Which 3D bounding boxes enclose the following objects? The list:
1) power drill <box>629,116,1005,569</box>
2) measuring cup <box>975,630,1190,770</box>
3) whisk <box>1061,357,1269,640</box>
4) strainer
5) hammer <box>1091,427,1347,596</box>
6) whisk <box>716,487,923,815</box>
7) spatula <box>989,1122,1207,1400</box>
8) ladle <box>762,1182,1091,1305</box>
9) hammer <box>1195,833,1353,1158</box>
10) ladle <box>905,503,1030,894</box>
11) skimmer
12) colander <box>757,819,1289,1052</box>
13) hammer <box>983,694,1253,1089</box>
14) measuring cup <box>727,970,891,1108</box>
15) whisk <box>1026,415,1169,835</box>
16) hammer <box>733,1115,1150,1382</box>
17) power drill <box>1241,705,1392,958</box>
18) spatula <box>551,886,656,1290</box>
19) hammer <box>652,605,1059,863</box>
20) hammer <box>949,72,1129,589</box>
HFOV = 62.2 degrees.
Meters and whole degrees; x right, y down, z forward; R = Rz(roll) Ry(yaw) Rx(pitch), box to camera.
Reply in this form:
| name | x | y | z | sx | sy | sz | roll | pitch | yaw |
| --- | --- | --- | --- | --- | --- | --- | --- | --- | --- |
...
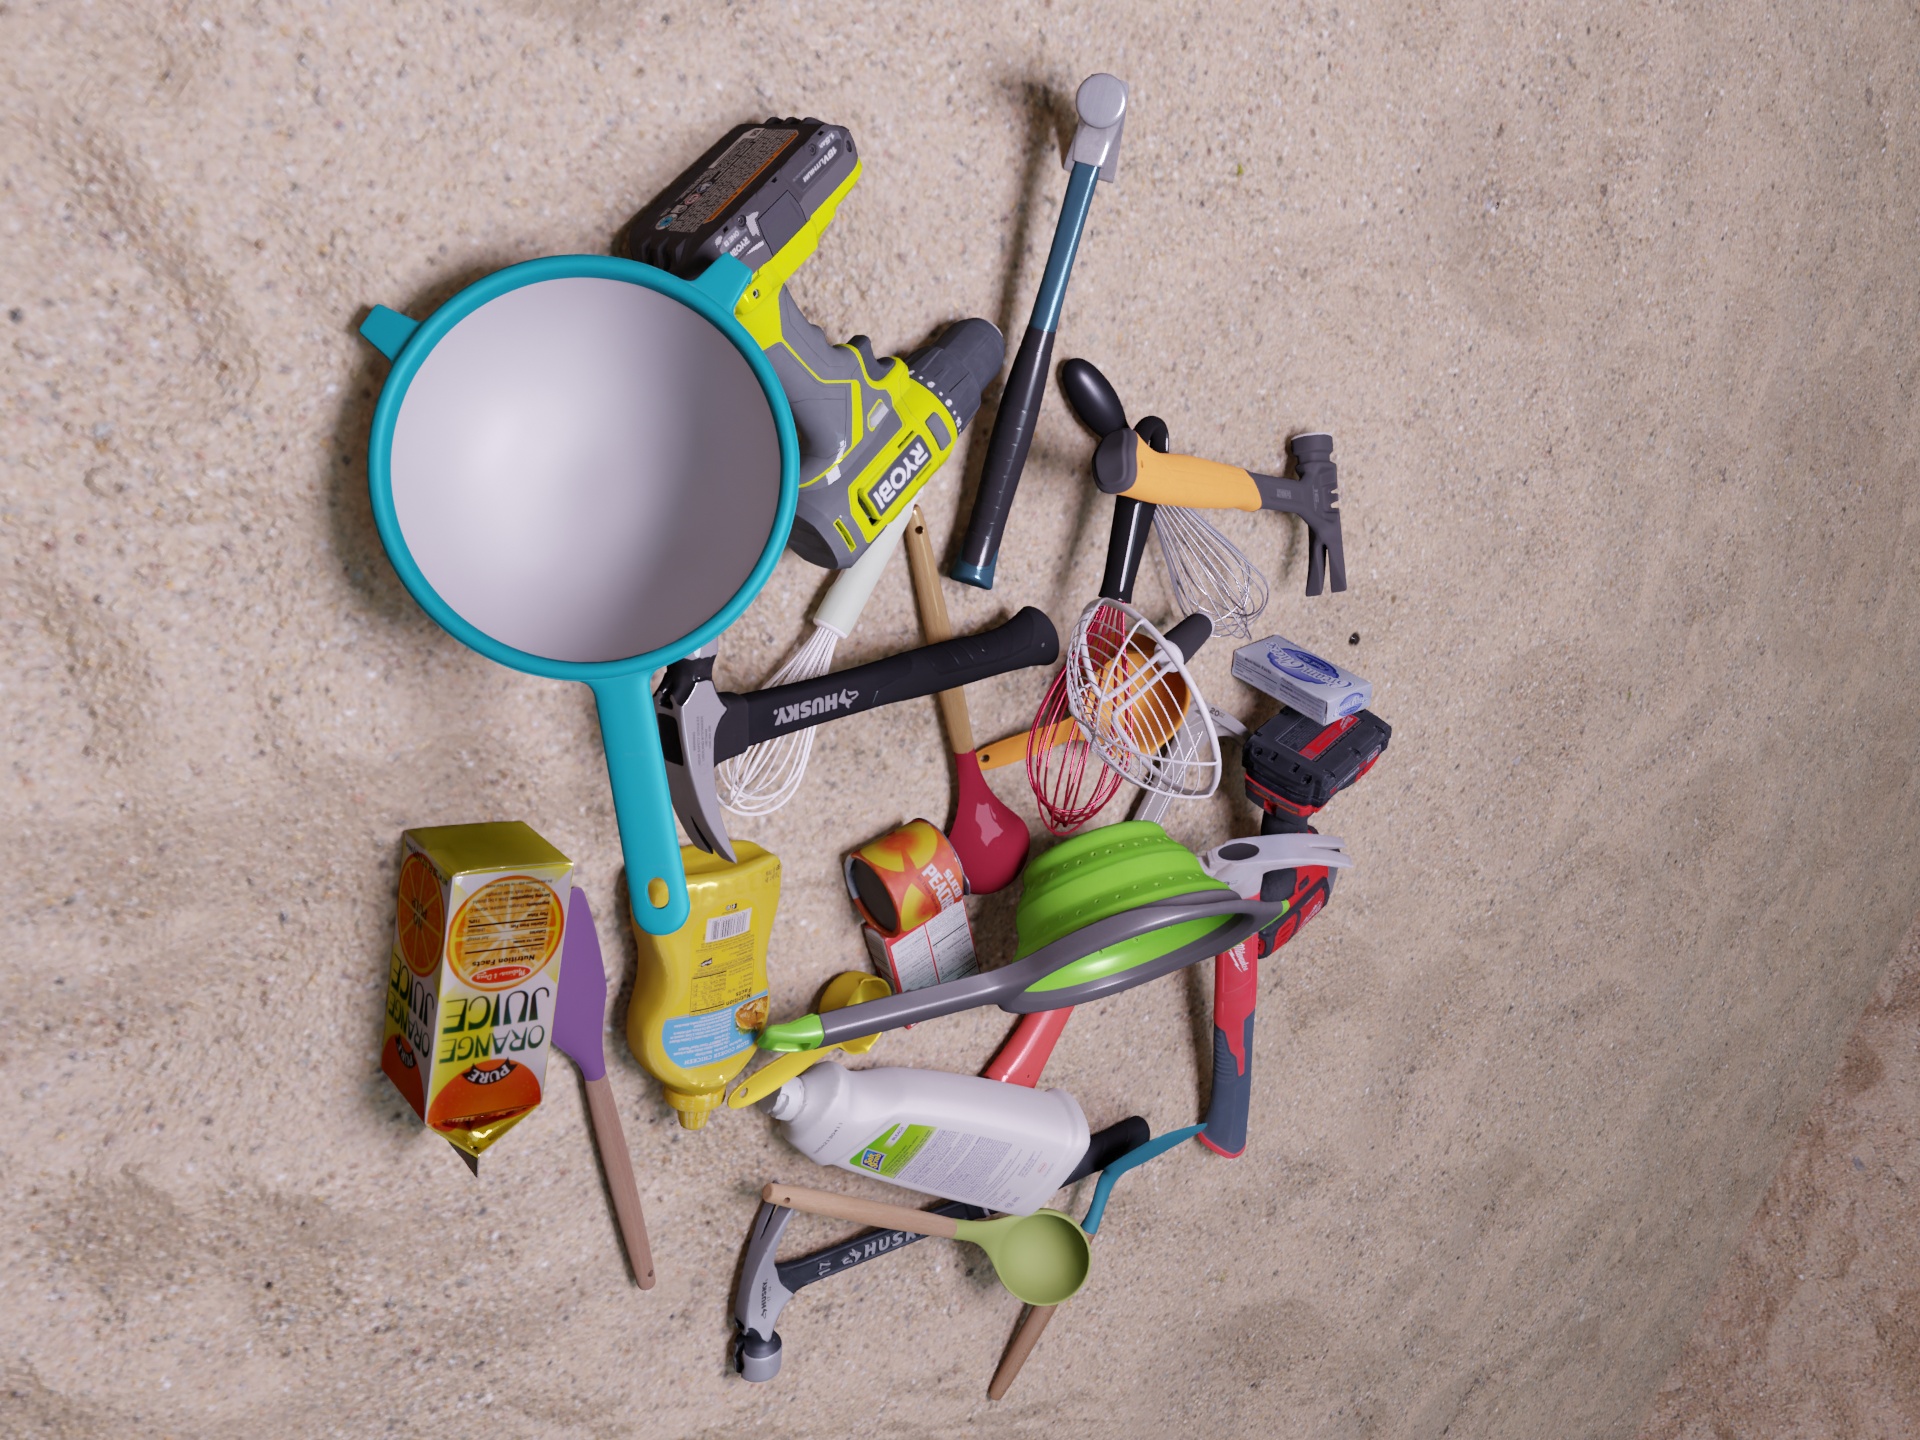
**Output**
| name | x | y | z | sx | sy | sz | roll | pitch | yaw |
| --- | --- | --- | --- | --- | --- | --- | --- | --- | --- |
| power drill | -0.070 | -0.227 | 0.923 | 0.190 | 0.080 | 0.228 | -51 | 135 | -20 |
| measuring cup | 0.080 | -0.008 | 1.170 | 0.173 | 0.052 | 0.095 | -20 | 121 | -4 |
| whisk | 0.149 | -0.155 | 1.156 | 0.070 | 0.070 | 0.284 | -51 | 128 | -12 |
| strainer | -0.177 | -0.062 | 0.826 | 0.211 | 0.095 | 0.340 | -10 | 91 | -4 |
| hammer | 0.192 | -0.157 | 1.126 | 0.336 | 0.034 | 0.127 | -3 | 88 | -54 |
| whisk | -0.087 | -0.052 | 1.006 | 0.246 | 0.059 | 0.058 | -63 | 177 | -6 |
| spatula | 0.104 | 0.461 | 1.354 | 0.082 | 0.044 | 0.317 | 8 | 113 | -53 |
| ladle | -0.019 | 0.385 | 1.193 | 0.319 | 0.062 | 0.078 | 27 | 95 | -41 |
| hammer | 0.249 | 0.246 | 1.357 | 0.143 | 0.038 | 0.385 | -7 | 130 | 0 |
| ladle | -0.002 | -0.004 | 1.107 | 0.069 | 0.031 | 0.315 | -19 | 119 | -13 |
| skimmer | 0.145 | -0.041 | 1.013 | 0.127 | 0.090 | 0.363 | 60 | 24 | -3 |
| colander | 0.038 | 0.146 | 1.120 | 0.397 | 0.095 | 0.204 | -9 | 158 | -26 |
| hammer | 0.121 | 0.149 | 1.272 | 0.149 | 0.037 | 0.359 | 28 | 88 | -44 |
| measuring cup | -0.109 | 0.221 | 1.091 | 0.156 | 0.029 | 0.062 | -26 | 125 | -44 |
| whisk | 0.102 | -0.064 | 1.095 | 0.073 | 0.073 | 0.296 | 11 | 93 | -42 |
| hammer | 0.000 | 0.386 | 1.270 | 0.408 | 0.036 | 0.149 | -9 | 113 | -38 |
| power drill | 0.288 | 0.088 | 1.338 | 0.143 | 0.079 | 0.219 | -34 | 141 | -35 |
| spatula | -0.232 | 0.249 | 1.023 | 0.060 | 0.018 | 0.315 | -36 | 130 | -44 |
| hammer | -0.051 | -0.018 | 0.999 | 0.334 | 0.035 | 0.146 | -17 | 115 | -46 |
| hammer | 0.048 | -0.237 | 1.013 | 0.033 | 0.128 | 0.331 | 17 | 111 | 1 |
